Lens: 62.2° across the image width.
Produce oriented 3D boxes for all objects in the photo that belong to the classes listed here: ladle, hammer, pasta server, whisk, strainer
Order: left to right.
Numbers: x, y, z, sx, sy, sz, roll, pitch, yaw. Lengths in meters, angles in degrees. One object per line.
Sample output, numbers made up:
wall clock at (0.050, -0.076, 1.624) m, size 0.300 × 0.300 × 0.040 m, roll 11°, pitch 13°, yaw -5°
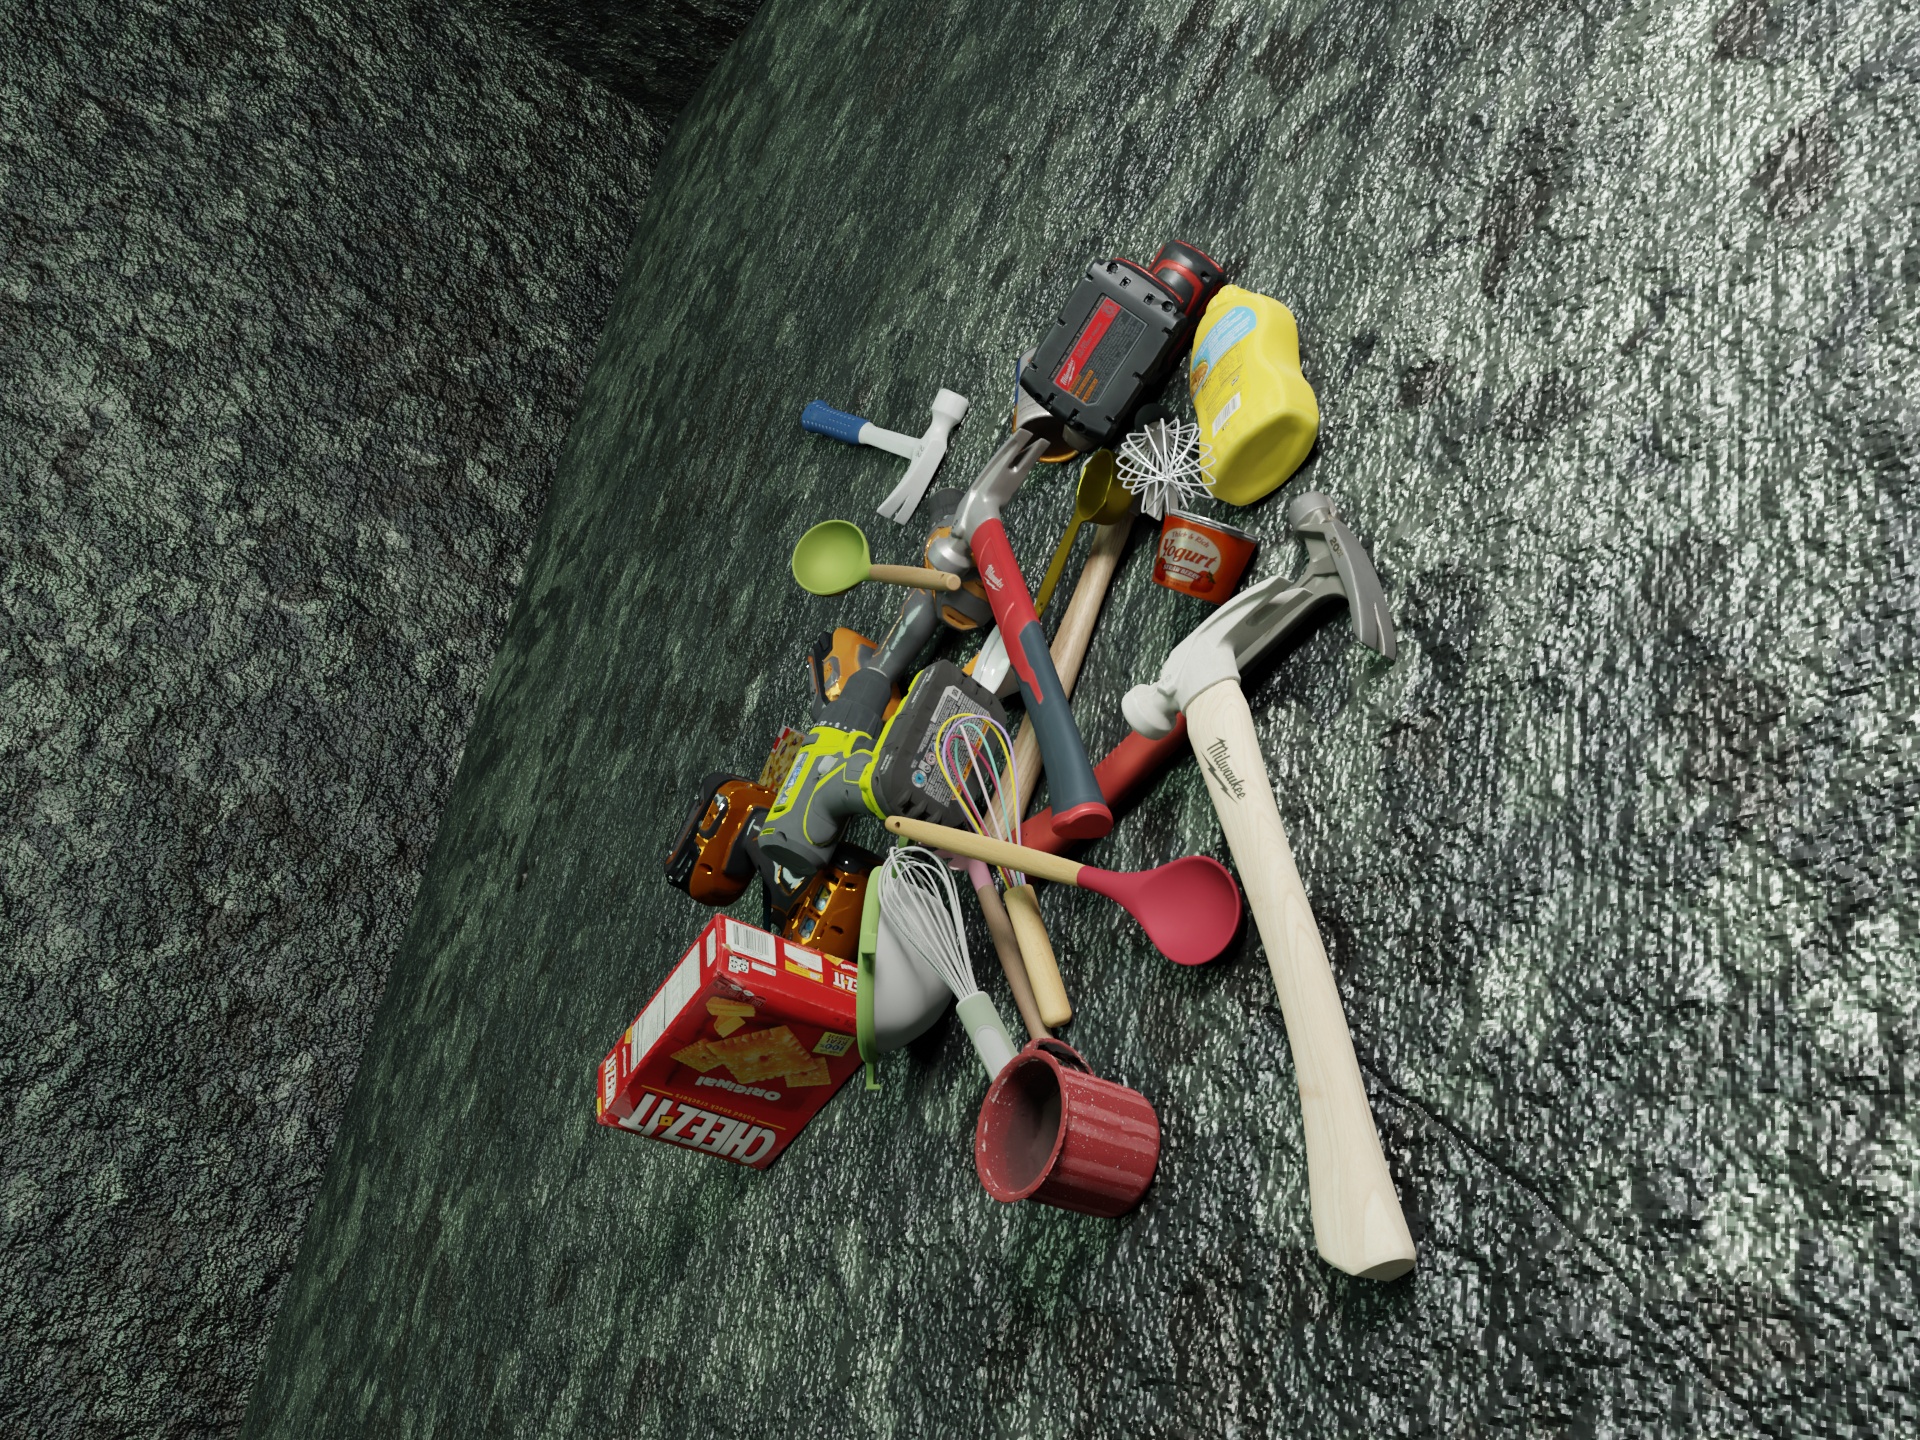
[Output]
hammer at (-0.107, -0.318, 1.797) m, size 0.144 × 0.035 × 0.406 m, roll -64°, pitch 27°, yaw 5°
ladle at (-0.074, -0.136, 1.398) m, size 0.078 × 0.062 × 0.320 m, roll -55°, pitch 23°, yaw -7°
strainer at (-0.033, 0.162, 1.269) m, size 0.257 × 0.069 × 0.151 m, roll -79°, pitch -10°, yaw -59°
strainer at (-0.002, -0.004, 1.345) m, size 0.258 × 0.050 × 0.087 m, roll -48°, pitch 24°, yaw 31°
whisk at (0.004, 0.190, 1.112) m, size 0.058 × 0.059 × 0.247 m, roll -33°, pitch 61°, yaw 7°
pasta server at (0.019, 0.146, 1.207) m, size 0.317 × 0.040 × 0.060 m, roll -113°, pitch 40°, yaw -53°
whisk at (0.031, 0.103, 1.143) m, size 0.051 × 0.047 × 0.245 m, roll -40°, pitch 57°, yaw 40°
hammer at (0.058, -0.066, 1.198) m, size 0.143 × 0.038 × 0.387 m, roll -52°, pitch 34°, yaw 29°
ladle at (0.062, 0.101, 1.076) m, size 0.316 × 0.031 × 0.069 m, roll 12°, pitch 84°, yaw 42°
hammer at (0.087, -0.059, 1.250) m, size 0.130 × 0.031 × 0.331 m, roll 13°, pitch 81°, yaw 63°
whisk at (0.147, -0.200, 1.158) m, size 0.070 × 0.070 × 0.285 m, roll -57°, pitch 6°, yaw 18°
hammer at (0.146, 0.010, 1.087) m, size 0.359 × 0.036 × 0.149 m, roll -47°, pitch 33°, yaw 33°
hammer at (0.187, 0.104, 0.897) m, size 0.146 × 0.038 × 0.411 m, roll -43°, pitch 41°, yaw 35°

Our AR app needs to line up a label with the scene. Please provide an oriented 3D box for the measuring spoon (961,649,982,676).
measuring spoon at (0.028, -0.056, 1.383) m, size 0.117 × 0.011 × 0.021 m, roll -39°, pitch 38°, yaw 36°

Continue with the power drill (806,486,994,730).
power drill at (-0.051, -0.104, 1.487) m, size 0.226 × 0.084 × 0.186 m, roll -47°, pitch 30°, yaw 26°

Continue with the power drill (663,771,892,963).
power drill at (-0.170, 0.157, 1.439) m, size 0.227 × 0.084 × 0.164 m, roll 29°, pitch 96°, yaw 41°

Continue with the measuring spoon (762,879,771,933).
measuring spoon at (-0.195, 0.190, 1.532) m, size 0.042 × 0.021 × 0.128 m, roll 178°, pitch 93°, yaw -65°

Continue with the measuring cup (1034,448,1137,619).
measuring cup at (0.096, -0.138, 1.244) m, size 0.062 × 0.029 × 0.156 m, roll -106°, pitch 34°, yaw -52°

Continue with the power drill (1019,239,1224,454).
power drill at (0.120, -0.277, 1.231) m, size 0.188 × 0.080 × 0.227 m, roll -56°, pitch -5°, yaw 25°

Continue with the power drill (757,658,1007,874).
power drill at (-0.065, 0.025, 1.306) m, size 0.228 × 0.080 × 0.191 m, roll -16°, pitch 44°, yaw 55°
